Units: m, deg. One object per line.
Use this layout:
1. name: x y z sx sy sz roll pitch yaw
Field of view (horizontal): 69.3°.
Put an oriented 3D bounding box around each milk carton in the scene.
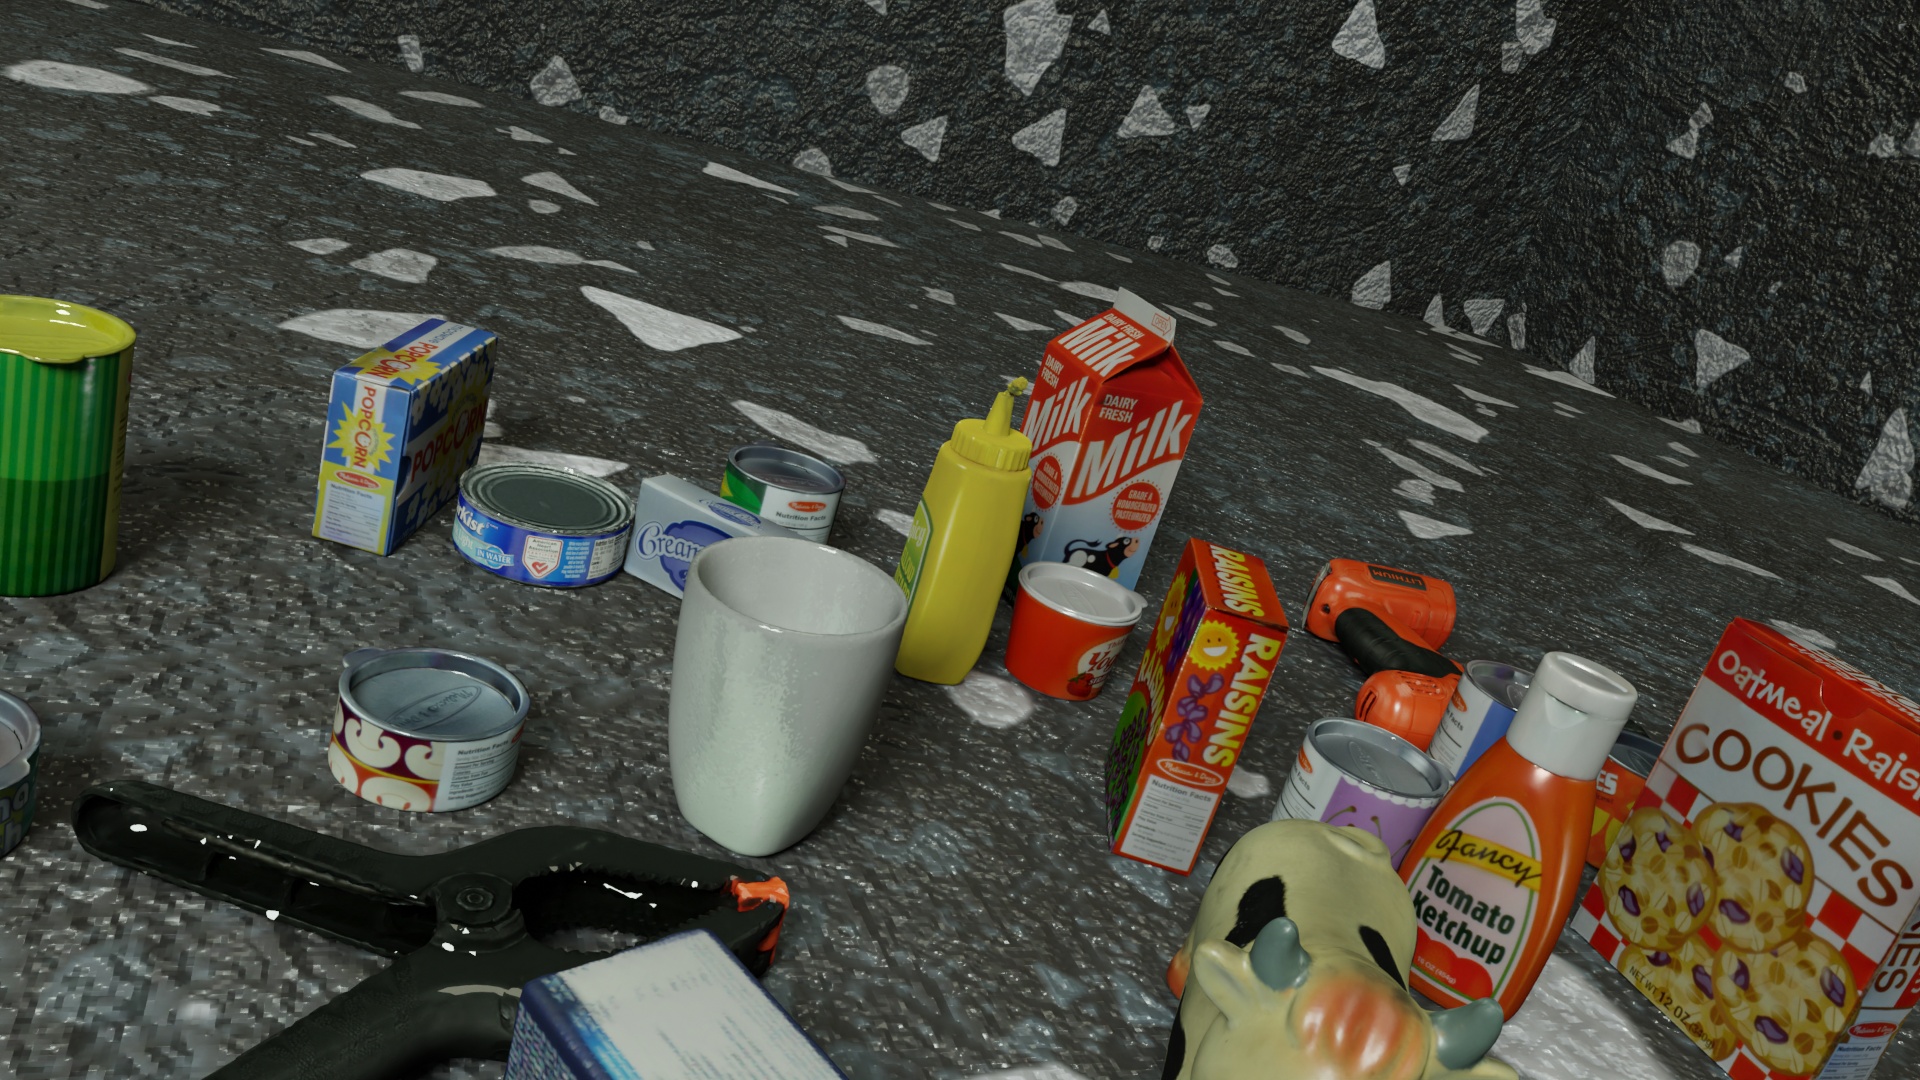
1. milk carton: 0.080 -0.050 0.822 0.073 0.189 0.072 7 22 -27

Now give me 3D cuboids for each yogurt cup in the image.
1. yogurt cup: 0.057 0.049 0.739 0.072 0.053 0.072 15 20 -5

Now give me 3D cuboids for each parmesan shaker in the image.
1. parmesan shaker: -0.366 -0.036 0.545 0.071 0.102 0.071 15 20 -6

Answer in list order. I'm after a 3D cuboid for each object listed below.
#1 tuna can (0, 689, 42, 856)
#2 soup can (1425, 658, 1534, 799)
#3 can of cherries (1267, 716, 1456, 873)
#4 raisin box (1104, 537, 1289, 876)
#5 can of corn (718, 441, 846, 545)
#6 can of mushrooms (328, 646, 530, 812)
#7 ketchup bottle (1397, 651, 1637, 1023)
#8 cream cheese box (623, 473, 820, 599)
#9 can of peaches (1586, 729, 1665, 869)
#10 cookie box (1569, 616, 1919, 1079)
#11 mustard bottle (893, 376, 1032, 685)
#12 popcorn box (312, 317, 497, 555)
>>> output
1. tuna can: -0.309 0.071 0.410 0.071 0.032 0.071 15 20 -5
2. soup can: 0.274 0.114 0.704 0.071 0.083 0.071 15 20 -6
3. can of cherries: 0.184 0.124 0.639 0.071 0.058 0.072 15 20 -6
4. raisin box: 0.102 0.071 0.616 0.040 0.123 0.086 17 19 -1
5. can of corn: -0.104 -0.015 0.772 0.071 0.058 0.071 15 20 -6
6. can of mushrooms: -0.197 0.068 0.511 0.071 0.033 0.071 15 20 -5
7. ketchup bottle: 0.221 0.117 0.555 0.065 0.148 0.044 30 23 33
8. cream cheese box: -0.119 0.010 0.700 0.104 0.053 0.024 24 21 19
9. can of peaches: 0.354 0.140 0.737 0.071 0.057 0.071 15 20 -6
10. cookie box: 0.345 0.135 0.582 0.040 0.166 0.123 8 21 -24
11. mustard bottle: 0.002 -0.009 0.692 0.049 0.159 0.065 11 20 -17
12. popcorn box: -0.276 -0.056 0.698 0.038 0.085 0.127 15 20 -5
